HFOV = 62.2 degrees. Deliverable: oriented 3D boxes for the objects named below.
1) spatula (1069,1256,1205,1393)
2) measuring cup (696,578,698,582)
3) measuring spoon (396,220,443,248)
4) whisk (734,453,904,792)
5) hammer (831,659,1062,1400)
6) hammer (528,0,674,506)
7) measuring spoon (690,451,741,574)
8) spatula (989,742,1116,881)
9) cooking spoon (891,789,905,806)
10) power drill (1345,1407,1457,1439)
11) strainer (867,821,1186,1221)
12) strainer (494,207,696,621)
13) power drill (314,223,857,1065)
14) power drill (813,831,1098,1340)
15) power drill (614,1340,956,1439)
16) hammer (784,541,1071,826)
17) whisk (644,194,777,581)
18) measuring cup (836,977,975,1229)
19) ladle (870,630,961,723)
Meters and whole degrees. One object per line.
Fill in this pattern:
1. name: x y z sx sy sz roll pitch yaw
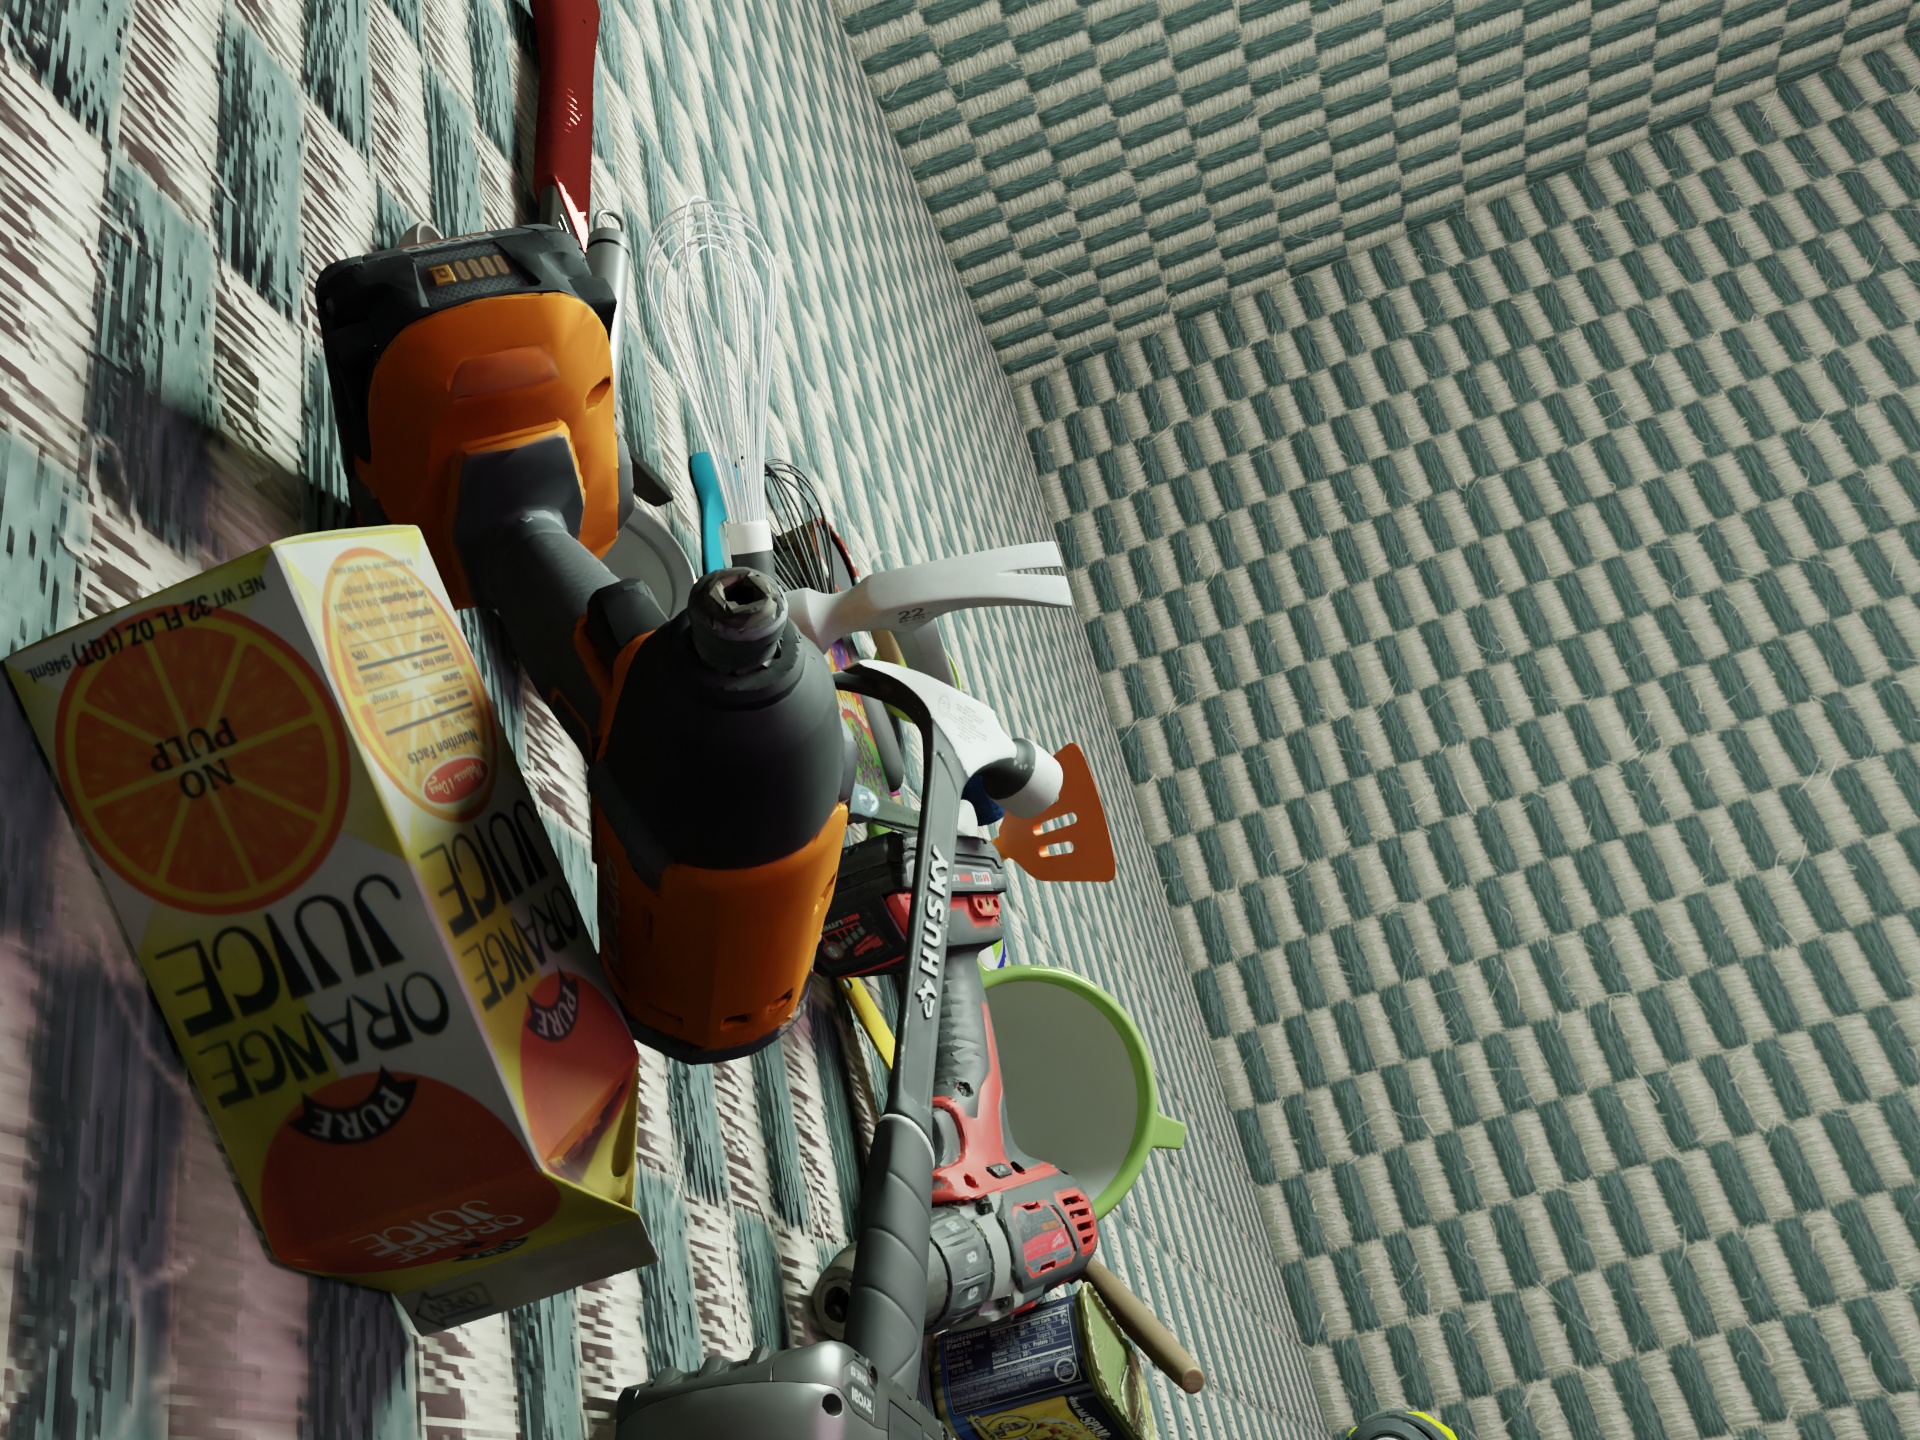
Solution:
1. spatula: 0.081 0.321 0.915 0.316 0.018 0.060 169 -85 -79
2. measuring cup: -0.112 0.026 0.659 0.095 0.052 0.174 52 22 -61
3. measuring spoon: -0.196 -0.136 0.636 0.034 0.018 0.124 -93 167 -60
4. whisk: -0.084 -0.056 0.983 0.055 0.055 0.238 -88 159 -65
5. hammer: -0.023 0.154 0.657 0.149 0.036 0.409 37 45 -37
6. hammer: -0.196 -0.267 0.806 0.148 0.036 0.359 60 15 -48
7. measuring spoon: -0.130 -0.104 0.887 0.042 0.021 0.129 59 15 -48
8. spatula: 0.033 0.083 1.033 0.322 0.041 0.081 132 -57 -76
9. cooking spoon: -0.038 0.076 1.054 0.068 0.017 0.319 12 58 -78
10. power drill: 0.148 0.406 0.808 0.190 0.228 0.080 56 18 -55
11. strainer: 0.006 0.169 0.905 0.256 0.151 0.069 62 -21 2
12. strainer: -0.149 -0.111 0.647 0.050 0.086 0.259 -45 -139 52
13. power drill: -0.101 -0.036 0.435 0.227 0.084 0.164 55 -30 27
14. power drill: -0.022 0.171 0.746 0.187 0.080 0.227 9 61 -58
15. power drill: -0.042 0.307 0.435 0.171 0.080 0.223 60 18 -44
16. hammer: -0.001 -0.003 0.926 0.405 0.144 0.035 70 7 -72
17. whisk: -0.115 -0.128 0.834 0.070 0.070 0.284 -57 140 -78
18. measuring cup: -0.037 0.198 0.829 0.156 0.029 0.062 60 18 12
19. ladle: -0.035 -0.052 1.040 0.320 0.062 0.078 83 -14 -81
